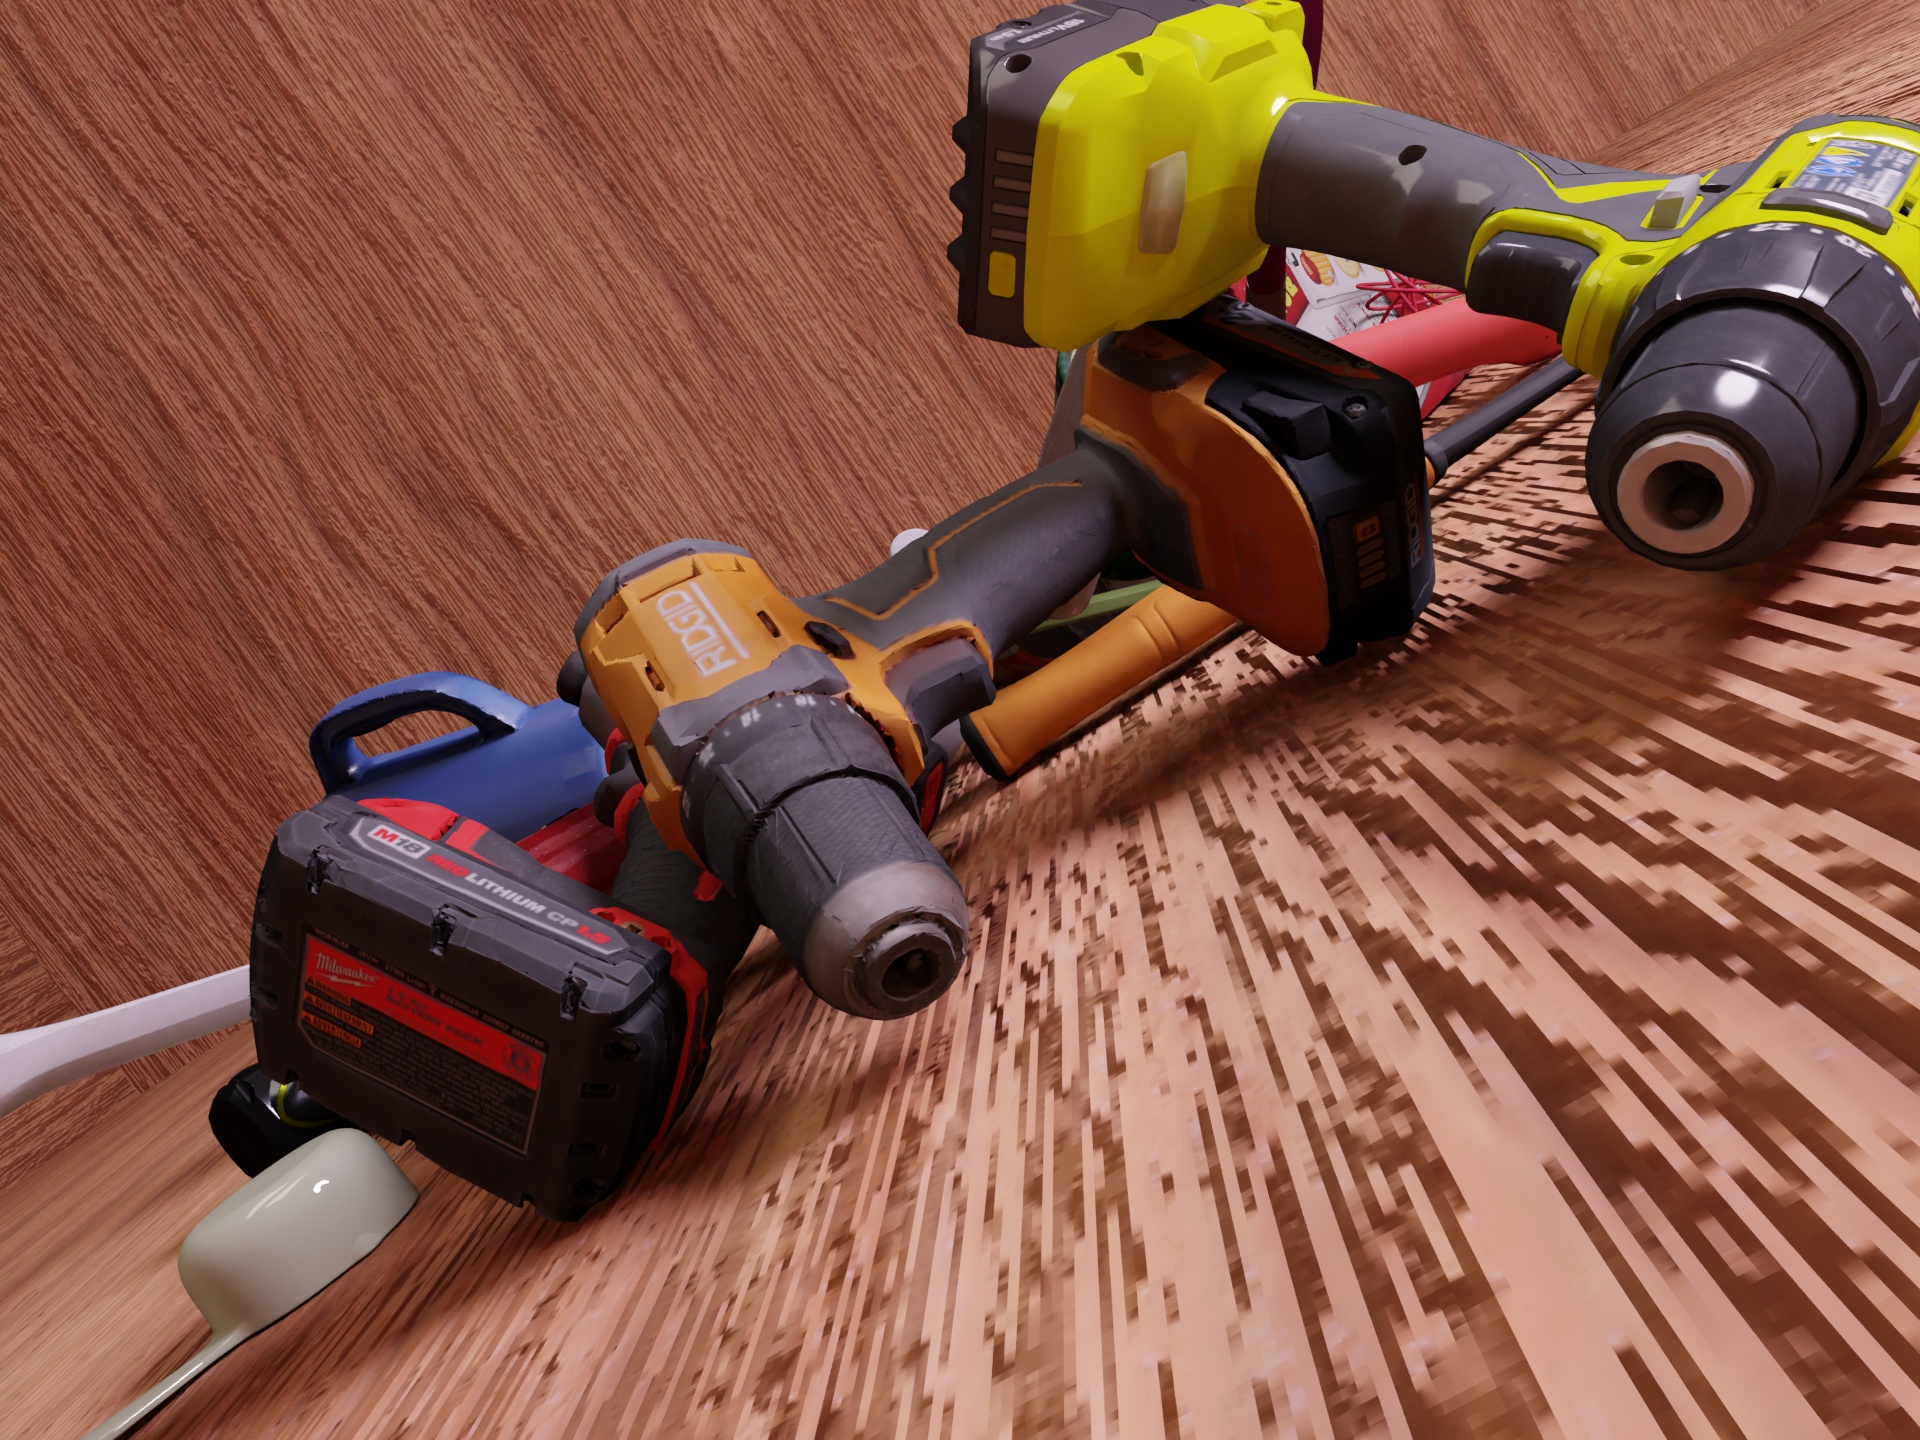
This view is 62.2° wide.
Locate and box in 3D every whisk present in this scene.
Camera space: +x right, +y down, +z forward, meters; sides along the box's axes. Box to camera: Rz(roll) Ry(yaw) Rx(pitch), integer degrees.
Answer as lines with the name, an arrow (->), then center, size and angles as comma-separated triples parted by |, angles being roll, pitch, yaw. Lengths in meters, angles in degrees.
whisk -> 0.290, -0.238, 0.869 | 0.073, 0.073, 0.296 | -28, -2, 38

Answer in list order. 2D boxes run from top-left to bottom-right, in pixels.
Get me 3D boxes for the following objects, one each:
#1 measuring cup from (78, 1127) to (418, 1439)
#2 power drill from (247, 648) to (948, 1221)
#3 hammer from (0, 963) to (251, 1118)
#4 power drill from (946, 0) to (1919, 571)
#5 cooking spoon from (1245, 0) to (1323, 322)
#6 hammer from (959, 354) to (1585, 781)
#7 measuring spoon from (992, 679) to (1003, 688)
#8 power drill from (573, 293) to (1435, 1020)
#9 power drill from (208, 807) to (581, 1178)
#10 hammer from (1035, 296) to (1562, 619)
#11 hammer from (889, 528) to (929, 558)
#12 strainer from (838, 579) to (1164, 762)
measuring cup -> -0.254, 0.192, 0.515 | 0.083, 0.038, 0.167 | -27, 7, 42
power drill -> -0.104, 0.038, 0.491 | 0.220, 0.143, 0.078 | -47, -22, -60
hammer -> -0.194, 0.082, 0.608 | 0.405, 0.035, 0.144 | -17, -53, -53
power drill -> 0.113, -0.112, 0.381 | 0.229, 0.080, 0.190 | 23, 40, 26
cooking spoon -> 0.123, -0.160, 0.638 | 0.069, 0.017, 0.318 | -49, -23, -13
hammer -> 0.146, -0.077, 0.593 | 0.337, 0.034, 0.127 | -33, 6, 3
measuring spoon -> -0.001, -0.003, 0.843 | 0.124, 0.018, 0.034 | -28, -3, -10
power drill -> 0.020, -0.024, 0.432 | 0.226, 0.084, 0.186 | -27, 37, -12
power drill -> -0.244, 0.130, 0.764 | 0.223, 0.080, 0.171 | -31, 7, 40
hammer -> 0.166, -0.152, 0.653 | 0.359, 0.037, 0.149 | -25, -32, -38
hammer -> 0.099, -0.125, 0.934 | 0.331, 0.033, 0.128 | -27, -21, -18
strainer -> -0.001, -0.007, 0.681 | 0.256, 0.069, 0.151 | -14, 0, -7
